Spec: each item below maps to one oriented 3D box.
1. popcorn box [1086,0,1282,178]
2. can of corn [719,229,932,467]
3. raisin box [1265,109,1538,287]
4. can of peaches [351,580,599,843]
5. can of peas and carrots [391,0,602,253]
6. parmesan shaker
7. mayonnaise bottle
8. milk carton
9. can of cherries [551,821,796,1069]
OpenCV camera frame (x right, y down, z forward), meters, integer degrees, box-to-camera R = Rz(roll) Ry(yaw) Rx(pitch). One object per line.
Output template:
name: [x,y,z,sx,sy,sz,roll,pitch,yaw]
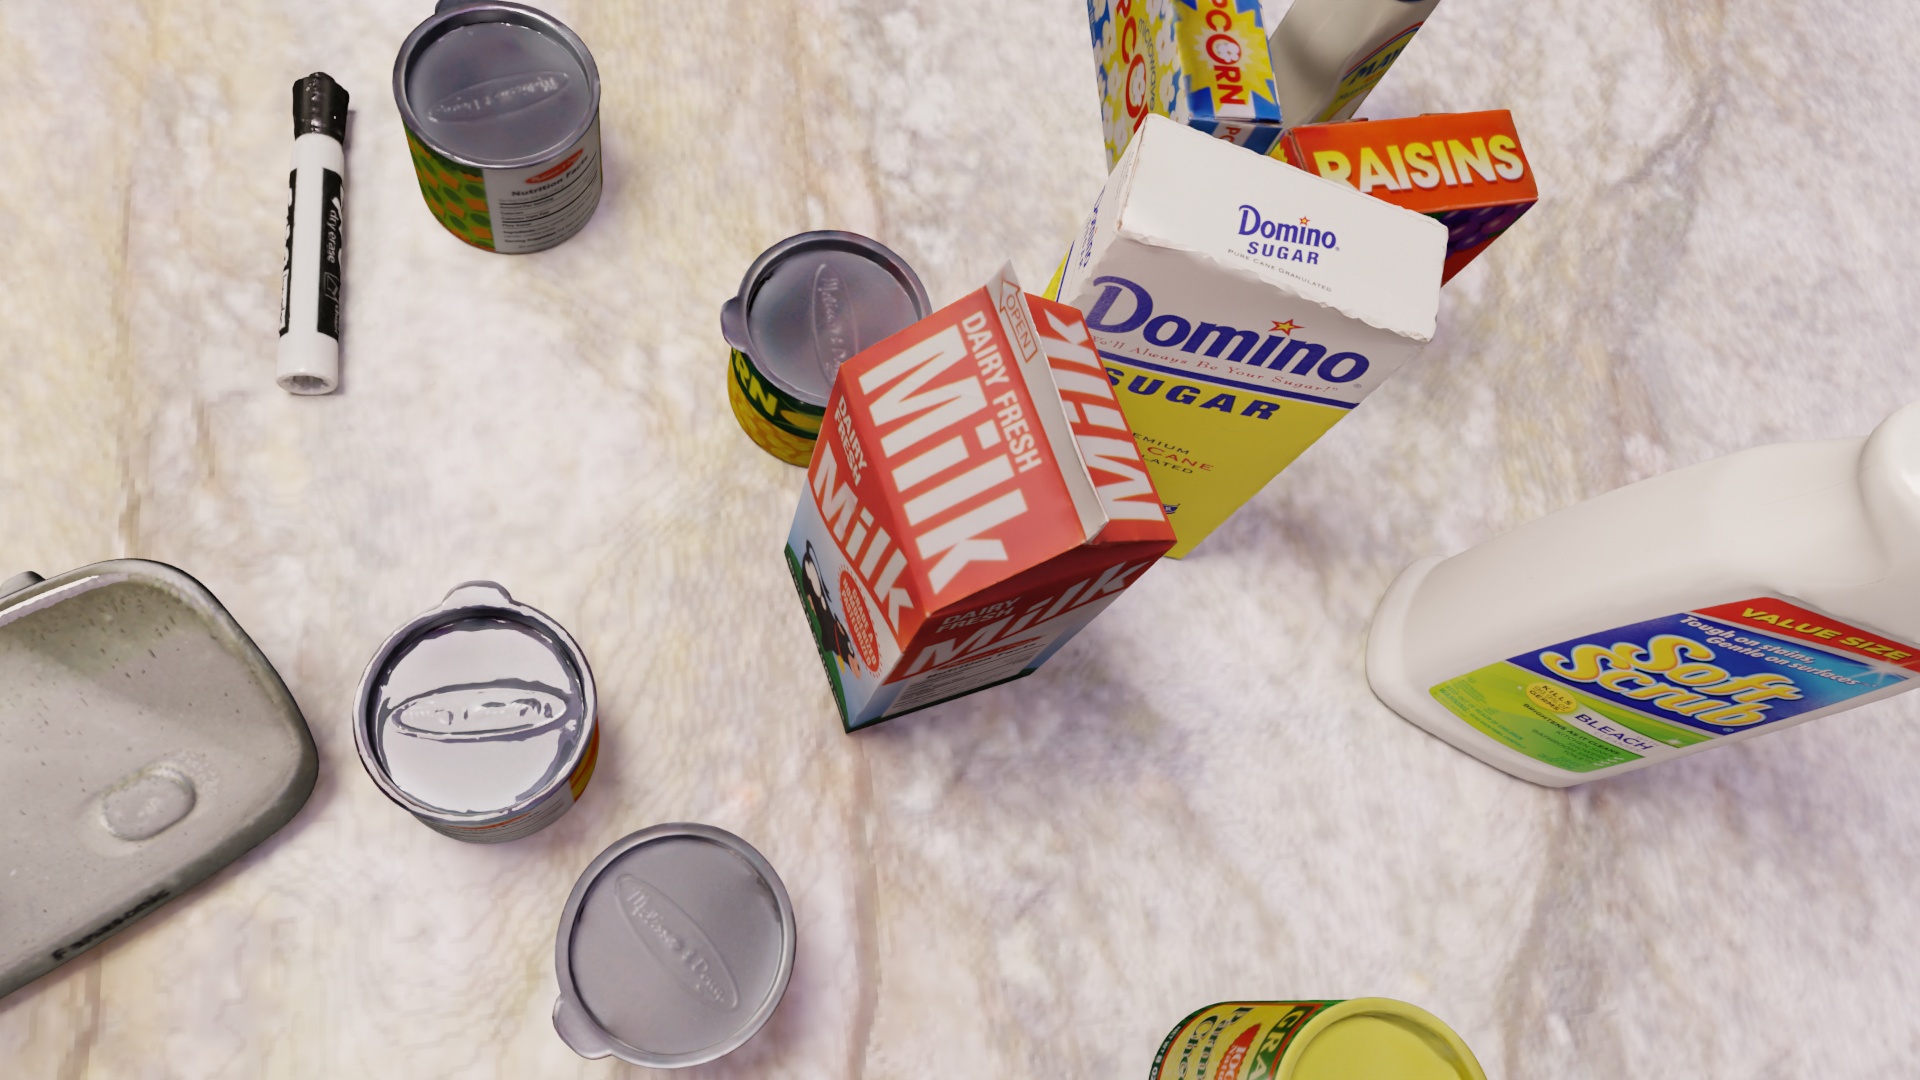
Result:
popcorn box: [0.084,-0.193,0.547,0.038,0.085,0.127,0,71,-13]
can of corn: [-0.050,-0.065,0.485,0.071,0.058,0.071,4,70,-12]
raisin box: [0.136,-0.104,0.507,0.086,0.123,0.040,-9,74,-16]
can of peaches: [-0.143,0.054,0.421,0.071,0.058,0.071,4,70,-12]
can of peas and carrots: [-0.161,-0.145,0.487,0.071,0.058,0.071,4,70,-12]
parmesan shaker: [0.101,0.174,0.413,0.071,0.102,0.071,4,71,-12]
mayonnaise bottle: [0.148,-0.194,0.528,0.065,0.147,0.041,-34,82,-21]
milk carton: [0.001,-0.005,0.404,0.073,0.190,0.072,-16,76,-18]
can of cherries: [-0.087,0.122,0.411,0.071,0.058,0.071,4,70,-12]
